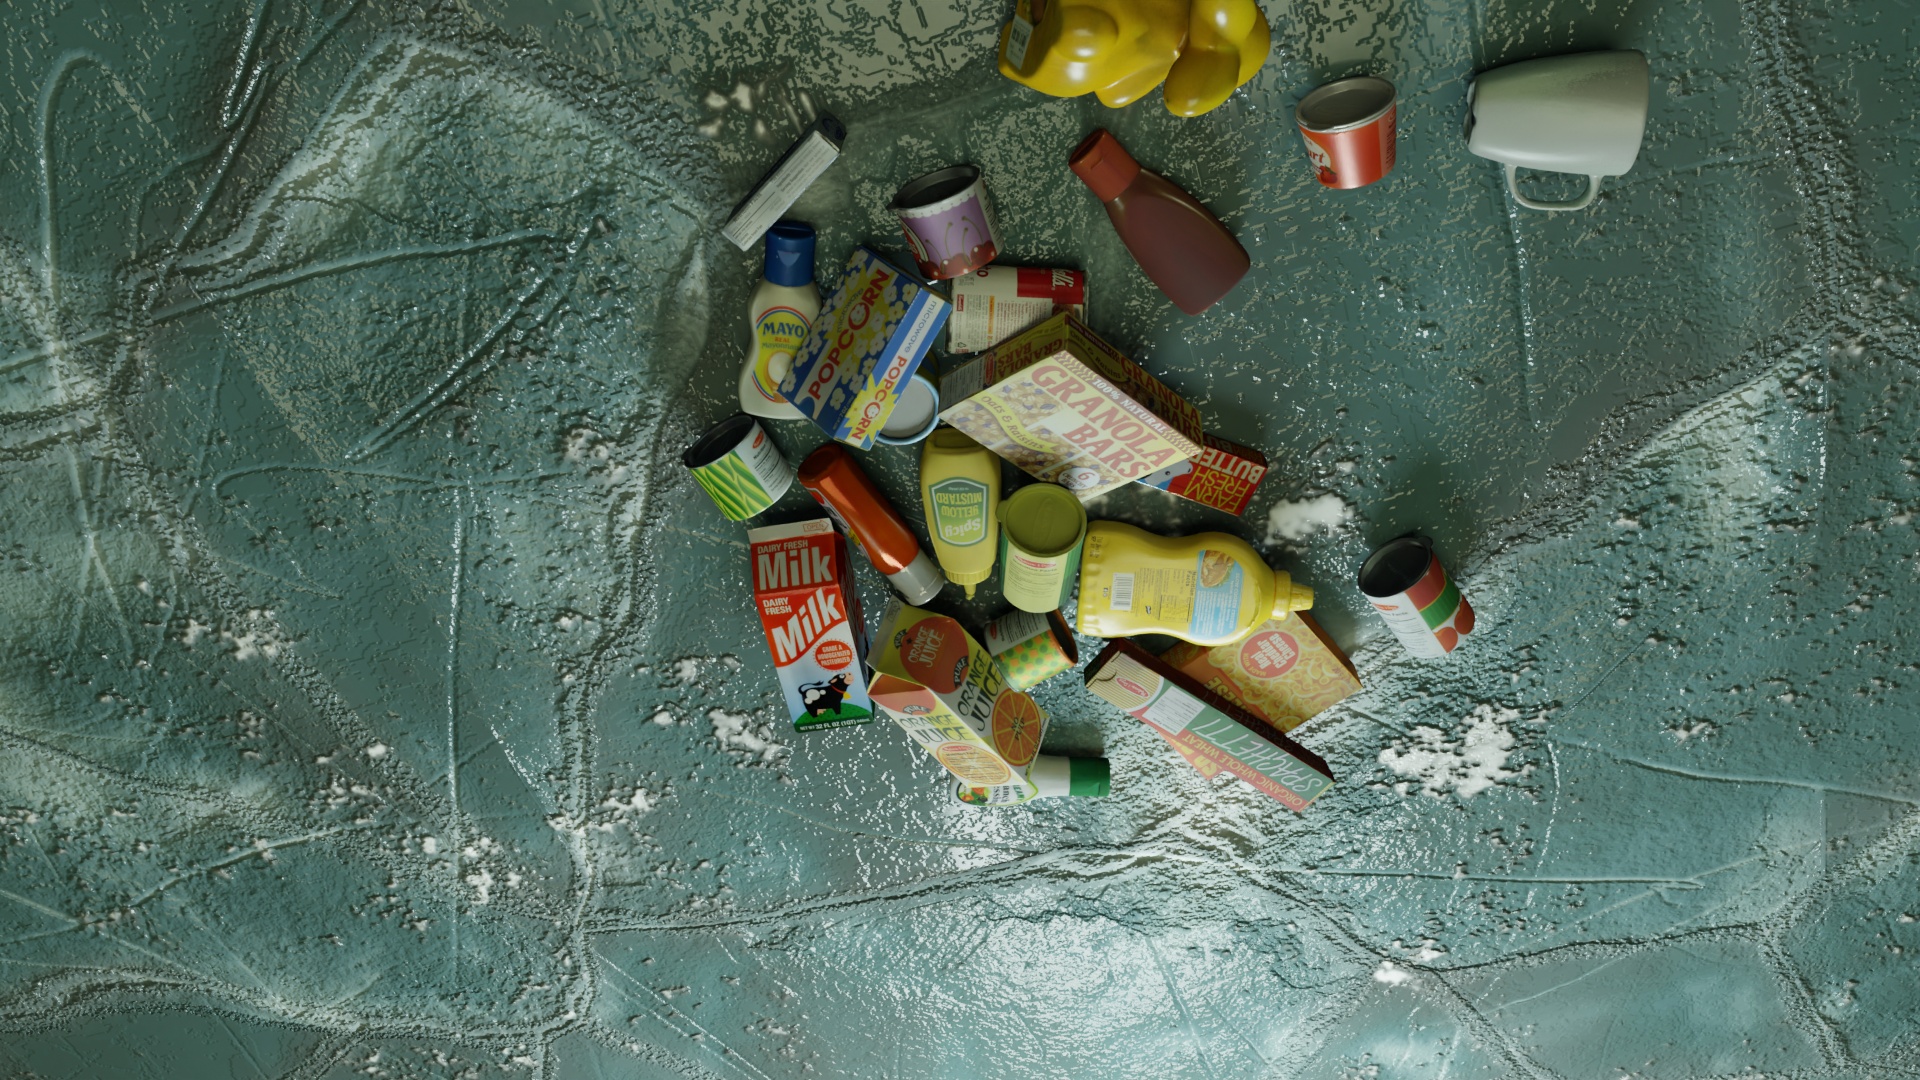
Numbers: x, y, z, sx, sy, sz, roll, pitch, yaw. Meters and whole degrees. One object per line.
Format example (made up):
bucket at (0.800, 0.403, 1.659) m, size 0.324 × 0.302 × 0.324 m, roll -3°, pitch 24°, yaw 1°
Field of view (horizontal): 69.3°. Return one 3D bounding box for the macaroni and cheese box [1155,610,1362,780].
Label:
macaroni and cheese box at (0.250, 0.126, 1.233) m, size 0.166 × 0.040 × 0.123 m, roll -36°, pitch 115°, yaw 20°

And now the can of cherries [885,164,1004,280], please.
can of cherries at (-0.011, -0.226, 0.990) m, size 0.071 × 0.072 × 0.058 m, roll -17°, pitch 123°, yaw 10°

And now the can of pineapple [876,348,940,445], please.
can of pineapple at (-0.046, -0.114, 1.065) m, size 0.071 × 0.058 × 0.070 m, roll -1°, pitch 125°, yaw -2°

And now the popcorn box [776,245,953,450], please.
popcorn box at (-0.070, -0.140, 1.008) m, size 0.038 × 0.085 × 0.126 m, roll 21°, pitch 104°, yaw -48°

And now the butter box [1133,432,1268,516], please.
butter box at (0.190, -0.060, 1.123) m, size 0.103 × 0.024 × 0.052 m, roll 18°, pitch 121°, yaw -11°

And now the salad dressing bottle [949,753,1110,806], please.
salad dressing bottle at (0.064, 0.218, 1.288) m, size 0.148 × 0.044 × 0.064 m, roll 0°, pitch 124°, yaw -1°

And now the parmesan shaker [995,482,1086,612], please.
parmesan shaker at (0.061, 0.007, 1.117) m, size 0.071 × 0.071 × 0.102 m, roll 1°, pitch 152°, yaw -1°

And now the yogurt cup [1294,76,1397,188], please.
yogurt cup at (0.269, -0.280, 0.960) m, size 0.072 × 0.073 × 0.053 m, roll -16°, pitch 130°, yaw 10°

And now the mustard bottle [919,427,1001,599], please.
mustard bottle at (0.004, -0.014, 1.135) m, size 0.065 × 0.049 × 0.159 m, roll -2°, pitch 123°, yaw 7°

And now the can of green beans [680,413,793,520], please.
can of green beans at (-0.174, -0.058, 1.097) m, size 0.071 × 0.071 × 0.057 m, roll -25°, pitch 120°, yaw 15°

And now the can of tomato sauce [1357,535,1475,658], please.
can of tomato sauce at (0.386, 0.047, 1.169) m, size 0.071 × 0.071 × 0.083 m, roll -33°, pitch 118°, yaw 19°

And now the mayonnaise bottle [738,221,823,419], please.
mayonnaise bottle at (-0.132, -0.164, 1.043) m, size 0.065 × 0.041 × 0.147 m, roll 5°, pitch 123°, yaw -6°

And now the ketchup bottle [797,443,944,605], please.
ketchup bottle at (-0.069, -0.011, 1.125) m, size 0.043 × 0.065 × 0.148 m, roll -42°, pitch 114°, yaw -5°

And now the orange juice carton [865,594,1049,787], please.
orange juice carton at (-0.011, 0.131, 1.192) m, size 0.073 × 0.072 × 0.192 m, roll -12°, pitch 133°, yaw 40°

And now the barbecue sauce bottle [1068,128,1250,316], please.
barbecue sauce bottle at (0.140, -0.232, 1.001) m, size 0.064 × 0.044 × 0.148 m, roll -40°, pitch 114°, yaw 22°

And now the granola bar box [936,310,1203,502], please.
granola bar box at (0.083, -0.096, 1.041) m, size 0.124 × 0.039 × 0.165 m, roll -24°, pitch 142°, yaw 37°

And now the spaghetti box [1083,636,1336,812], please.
spaghetti box at (0.219, 0.163, 1.213) m, size 0.250 × 0.029 × 0.050 m, roll 31°, pitch 117°, yaw -18°

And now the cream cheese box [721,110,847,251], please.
cream cheese box at (-0.124, -0.253, 0.979) m, size 0.024 × 0.053 × 0.103 m, roll 40°, pitch 114°, yaw -21°

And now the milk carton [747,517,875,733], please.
milk carton at (-0.123, 0.065, 1.171) m, size 0.072 × 0.074 × 0.189 m, roll -9°, pitch 122°, yaw 5°

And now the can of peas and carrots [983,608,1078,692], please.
can of peas and carrots at (0.062, 0.090, 1.194) m, size 0.058 × 0.071 × 0.070 m, roll -28°, pitch 119°, yaw 16°
